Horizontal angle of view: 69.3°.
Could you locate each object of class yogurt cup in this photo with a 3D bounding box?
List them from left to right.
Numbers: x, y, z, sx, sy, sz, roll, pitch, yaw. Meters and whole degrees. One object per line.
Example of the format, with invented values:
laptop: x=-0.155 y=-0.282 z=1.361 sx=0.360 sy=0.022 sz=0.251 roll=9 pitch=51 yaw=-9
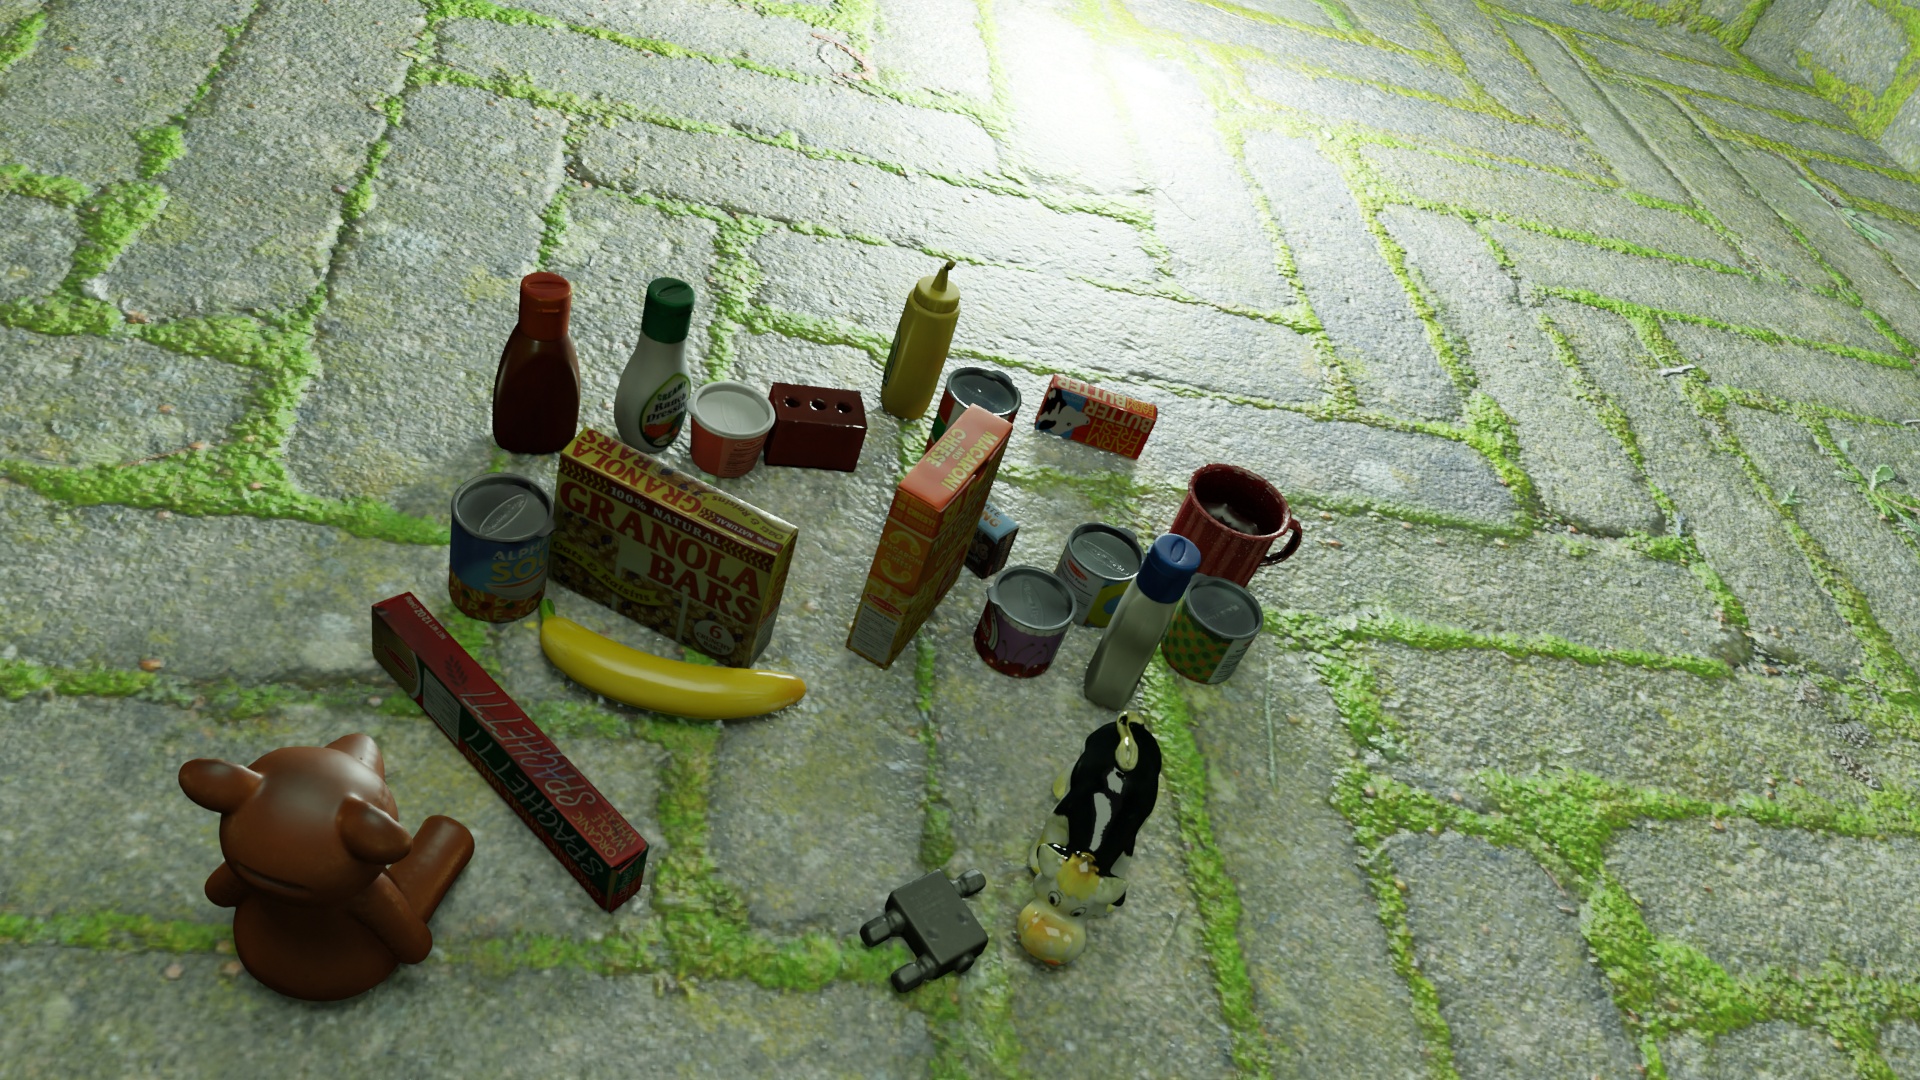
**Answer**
yogurt cup: x=-0.189 y=-0.088 z=1.130 sx=0.072 sy=0.053 sz=0.073 roll=11 pitch=42 yaw=-10

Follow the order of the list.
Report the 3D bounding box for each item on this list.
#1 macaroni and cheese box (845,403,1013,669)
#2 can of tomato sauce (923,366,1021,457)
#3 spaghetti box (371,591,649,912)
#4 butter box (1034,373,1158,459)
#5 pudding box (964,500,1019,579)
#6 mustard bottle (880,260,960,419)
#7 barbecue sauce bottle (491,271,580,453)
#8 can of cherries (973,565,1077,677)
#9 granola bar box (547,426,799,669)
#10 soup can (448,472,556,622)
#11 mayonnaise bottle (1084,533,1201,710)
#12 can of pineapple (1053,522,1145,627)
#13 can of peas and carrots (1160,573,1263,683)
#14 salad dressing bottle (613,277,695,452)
macaroni and cheese box: x=-0.022 y=-0.002 z=1.021 sx=0.040 sy=0.165 sz=0.124 roll=29 pitch=42 yaw=9
can of tomato sauce: x=0.010 y=-0.099 z=1.199 sx=0.071 sy=0.082 sz=0.071 roll=11 pitch=42 yaw=-10
spaghetti box: x=-0.284 y=0.128 z=0.866 sx=0.250 sy=0.049 sz=0.029 roll=40 pitch=45 yaw=20
butter box: x=0.125 y=-0.114 z=1.284 sx=0.103 sy=0.052 sz=0.024 roll=17 pitch=42 yaw=-5
pudding box: x=0.004 y=-0.014 z=1.132 sx=0.084 sy=0.049 sz=0.030 roll=40 pitch=45 yaw=20
mustard bottle: x=-0.031 y=-0.181 z=1.212 sx=0.049 sy=0.159 sz=0.066 roll=12 pitch=42 yaw=-10
barbecue sauce bottle: x=-0.319 y=-0.133 z=1.055 sx=0.065 sy=0.147 sz=0.044 roll=-4 pitch=47 yaw=-26
can of cherries: x=0.046 y=0.062 z=1.062 sx=0.071 sy=0.058 sz=0.072 roll=11 pitch=42 yaw=-10
granola bar box: x=-0.204 y=0.009 z=0.968 sx=0.166 sy=0.123 sz=0.039 roll=25 pitch=42 yaw=5
soup can: x=-0.315 y=0.007 z=0.957 sx=0.071 sy=0.083 sz=0.072 roll=11 pitch=42 yaw=-10
mayonnaise bottle: x=0.135 y=0.059 z=1.033 sx=0.041 sy=0.147 sz=0.065 roll=24 pitch=42 yaw=4
can of pineapple: x=0.111 y=0.028 z=1.125 sx=0.071 sy=0.057 sz=0.071 roll=11 pitch=42 yaw=-10
can of peas and carrots: x=0.199 y=0.070 z=1.114 sx=0.071 sy=0.058 sz=0.071 roll=11 pitch=42 yaw=-10
salad dressing bottle: x=-0.237 y=-0.137 z=1.092 sx=0.044 sy=0.146 sz=0.064 roll=40 pitch=45 yaw=20
